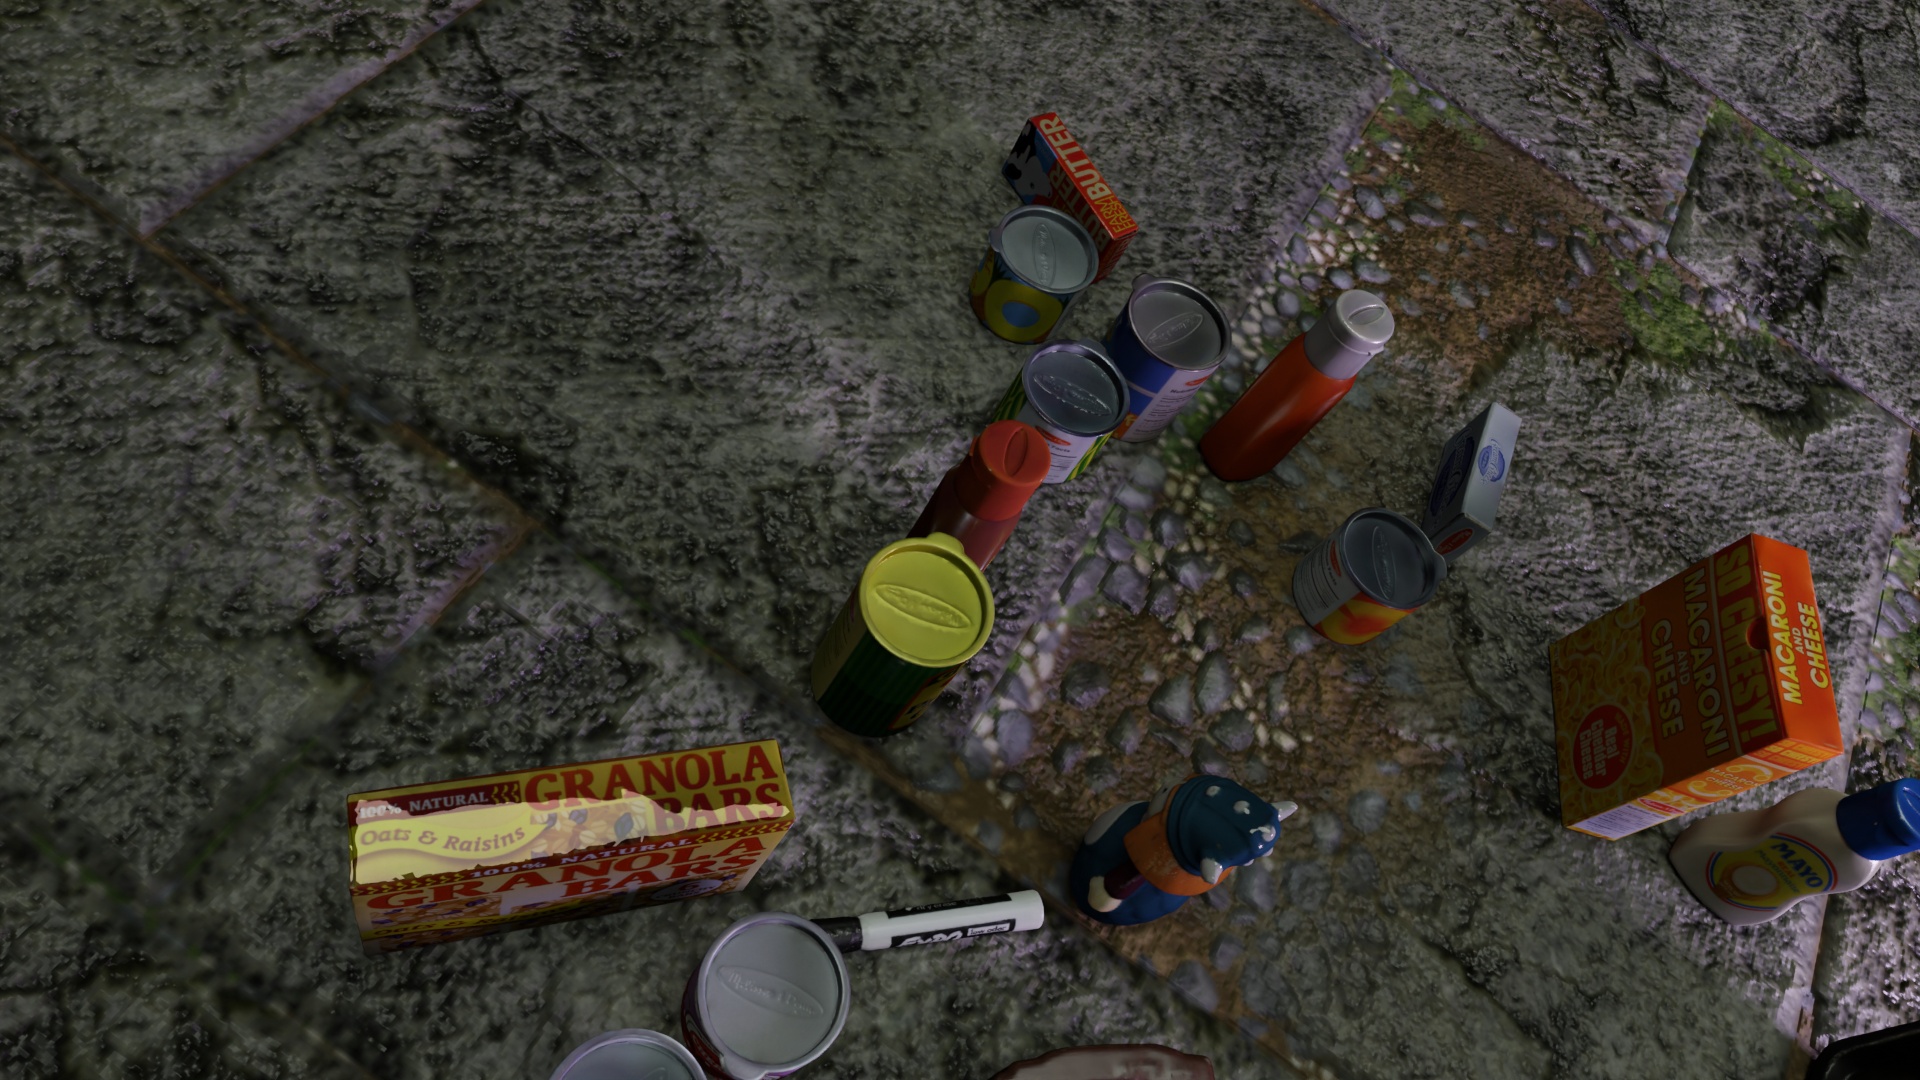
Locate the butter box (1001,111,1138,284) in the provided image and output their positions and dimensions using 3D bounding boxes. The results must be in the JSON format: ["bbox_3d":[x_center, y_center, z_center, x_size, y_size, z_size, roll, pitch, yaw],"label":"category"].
[{"bbox_3d":[0.071,-0.222,0.902,0.024,0.053,0.103,-25,74,-29],"label":"butter box"}]

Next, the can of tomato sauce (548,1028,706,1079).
[{"bbox_3d":[-0.137,0.238,0.560,0.071,0.082,0.071,9,61,-16],"label":"can of tomato sauce"}]

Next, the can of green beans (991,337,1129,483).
[{"bbox_3d":[0.058,-0.075,0.815,0.071,0.057,0.071,9,61,-16],"label":"can of green beans"}]

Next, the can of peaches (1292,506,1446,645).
[{"bbox_3d":[0.243,0.023,0.830,0.071,0.057,0.071,9,61,-16],"label":"can of peaches"}]

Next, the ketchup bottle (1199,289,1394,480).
[{"bbox_3d":[0.200,-0.090,0.822,0.065,0.148,0.043,-23,73,-29],"label":"ketchup bottle"}]

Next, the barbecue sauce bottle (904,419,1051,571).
[{"bbox_3d":[0.003,-0.009,0.706,0.044,0.147,0.065,23,58,-8],"label":"barbecue sauce bottle"}]

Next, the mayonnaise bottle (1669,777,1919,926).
[{"bbox_3d":[0.476,0.172,0.782,0.041,0.147,0.065,-35,79,-31],"label":"mayonnaise bottle"}]

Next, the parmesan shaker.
[{"bbox_3d":[-0.030,0.049,0.690,0.071,0.102,0.071,9,61,-16],"label":"parmesan shaker"}]

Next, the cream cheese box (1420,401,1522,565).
[{"bbox_3d":[0.328,-0.037,0.896,0.024,0.053,0.104,31,57,-3],"label":"cream cheese box"}]

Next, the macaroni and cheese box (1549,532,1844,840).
[{"bbox_3d":[0.409,0.088,0.792,0.040,0.165,0.124,17,59,-11],"label":"macaroni and cheese box"}]

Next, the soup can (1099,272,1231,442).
[{"bbox_3d":[0.114,-0.110,0.839,0.071,0.083,0.071,9,61,-16],"label":"soup can"}]

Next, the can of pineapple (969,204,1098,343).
[{"bbox_3d":[0.043,-0.164,0.858,0.071,0.057,0.071,9,61,-16],"label":"can of pineapple"}]

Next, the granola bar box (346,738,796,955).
[{"bbox_3d":[-0.165,0.129,0.584,0.166,0.123,0.039,-5,65,-22],"label":"granola bar box"}]

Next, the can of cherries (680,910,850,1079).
[{"bbox_3d":[-0.089,0.205,0.610,0.071,0.058,0.072,9,61,-16],"label":"can of cherries"}]
